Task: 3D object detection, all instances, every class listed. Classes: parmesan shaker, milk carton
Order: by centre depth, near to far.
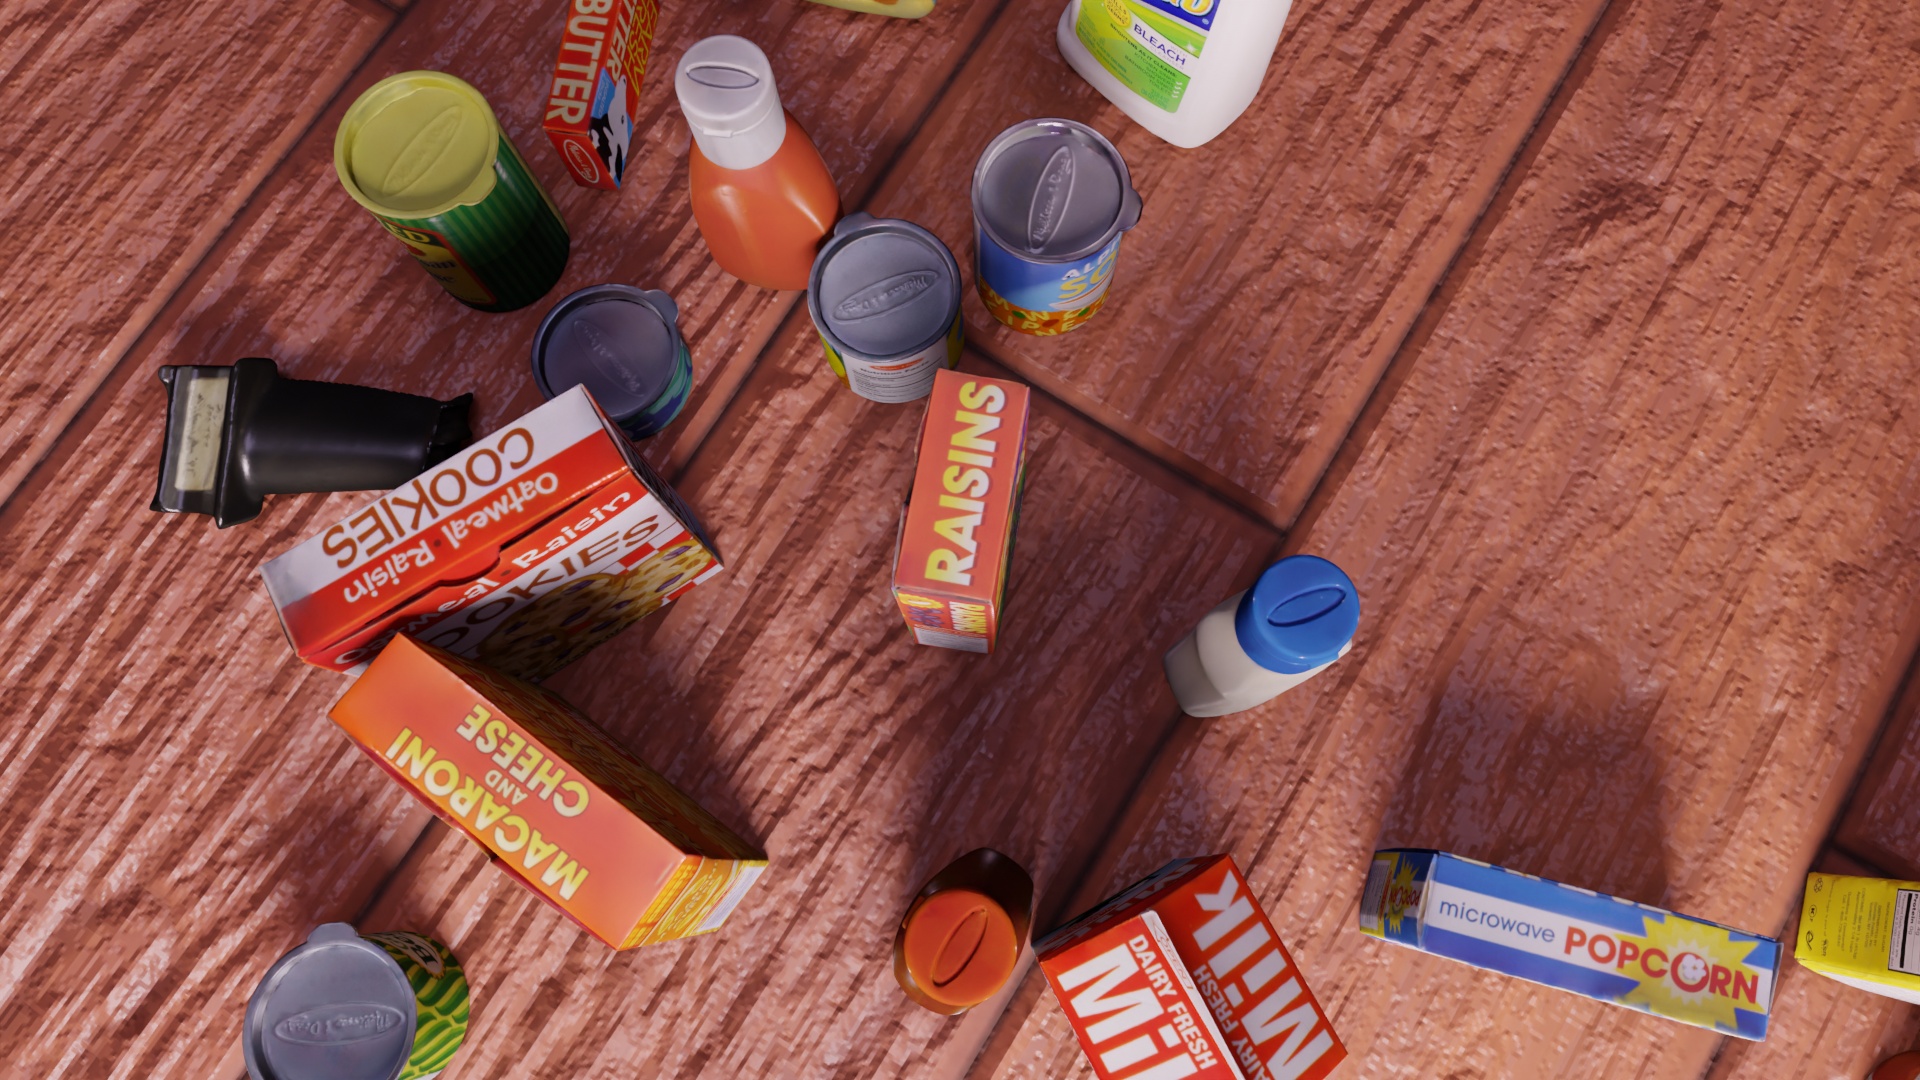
[{"bbox_3d":[0.074,0.157,0.482,0.073,0.190,0.072,-29,78,-5],"label":"milk carton"},{"bbox_3d":[-0.216,-0.147,0.607,0.071,0.103,0.071,0,77,1],"label":"parmesan shaker"}]

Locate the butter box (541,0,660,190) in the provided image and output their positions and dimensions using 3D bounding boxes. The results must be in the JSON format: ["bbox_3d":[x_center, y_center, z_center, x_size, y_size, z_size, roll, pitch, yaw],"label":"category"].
[{"bbox_3d":[-0.167,-0.223,0.650,0.024,0.053,0.103,8,77,3],"label":"butter box"}]

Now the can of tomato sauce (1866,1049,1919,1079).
[{"bbox_3d":[0.386,0.227,0.513,0.071,0.083,0.071,0,77,1],"label":"can of tomato sauce"}]

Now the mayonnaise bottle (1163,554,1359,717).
[{"bbox_3d":[0.117,0.038,0.532,0.065,0.147,0.041,-21,77,-4],"label":"mayonnaise bottle"}]

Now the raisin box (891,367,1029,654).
[{"bbox_3d":[0.002,-0.007,0.558,0.040,0.123,0.086,10,77,4],"label":"raisin box"}]

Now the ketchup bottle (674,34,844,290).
[{"bbox_3d":[-0.086,-0.153,0.583,0.065,0.148,0.043,8,77,3],"label":"ketchup bottle"}]

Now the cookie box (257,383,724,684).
[{"bbox_3d":[-0.167,0.012,0.534,0.123,0.167,0.040,-32,78,-6],"label":"cookie box"}]

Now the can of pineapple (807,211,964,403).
[{"bbox_3d":[-0.032,-0.102,0.616,0.071,0.057,0.071,0,77,1],"label":"can of pineapple"}]

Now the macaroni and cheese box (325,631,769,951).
[{"bbox_3d":[-0.142,0.097,0.514,0.124,0.166,0.040,35,80,9],"label":"macaroni and cheese box"}]

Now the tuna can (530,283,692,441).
[{"bbox_3d":[-0.154,-0.081,0.626,0.071,0.032,0.071,0,76,1],"label":"tuna can"}]

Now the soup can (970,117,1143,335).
[{"bbox_3d":[0.041,-0.134,0.608,0.071,0.083,0.071,0,77,1],"label":"soup can"}]

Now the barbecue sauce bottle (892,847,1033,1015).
[{"bbox_3d":[0.001,0.144,0.508,0.044,0.148,0.065,33,80,8],"label":"barbecue sauce bottle"}]

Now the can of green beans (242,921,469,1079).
[{"bbox_3d":[-0.236,0.189,0.549,0.071,0.057,0.071,0,77,1],"label":"can of green beans"}]

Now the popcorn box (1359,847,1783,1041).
[{"bbox_3d":[0.228,0.152,0.534,0.127,0.085,0.038,14,78,5],"label":"popcorn box"}]
